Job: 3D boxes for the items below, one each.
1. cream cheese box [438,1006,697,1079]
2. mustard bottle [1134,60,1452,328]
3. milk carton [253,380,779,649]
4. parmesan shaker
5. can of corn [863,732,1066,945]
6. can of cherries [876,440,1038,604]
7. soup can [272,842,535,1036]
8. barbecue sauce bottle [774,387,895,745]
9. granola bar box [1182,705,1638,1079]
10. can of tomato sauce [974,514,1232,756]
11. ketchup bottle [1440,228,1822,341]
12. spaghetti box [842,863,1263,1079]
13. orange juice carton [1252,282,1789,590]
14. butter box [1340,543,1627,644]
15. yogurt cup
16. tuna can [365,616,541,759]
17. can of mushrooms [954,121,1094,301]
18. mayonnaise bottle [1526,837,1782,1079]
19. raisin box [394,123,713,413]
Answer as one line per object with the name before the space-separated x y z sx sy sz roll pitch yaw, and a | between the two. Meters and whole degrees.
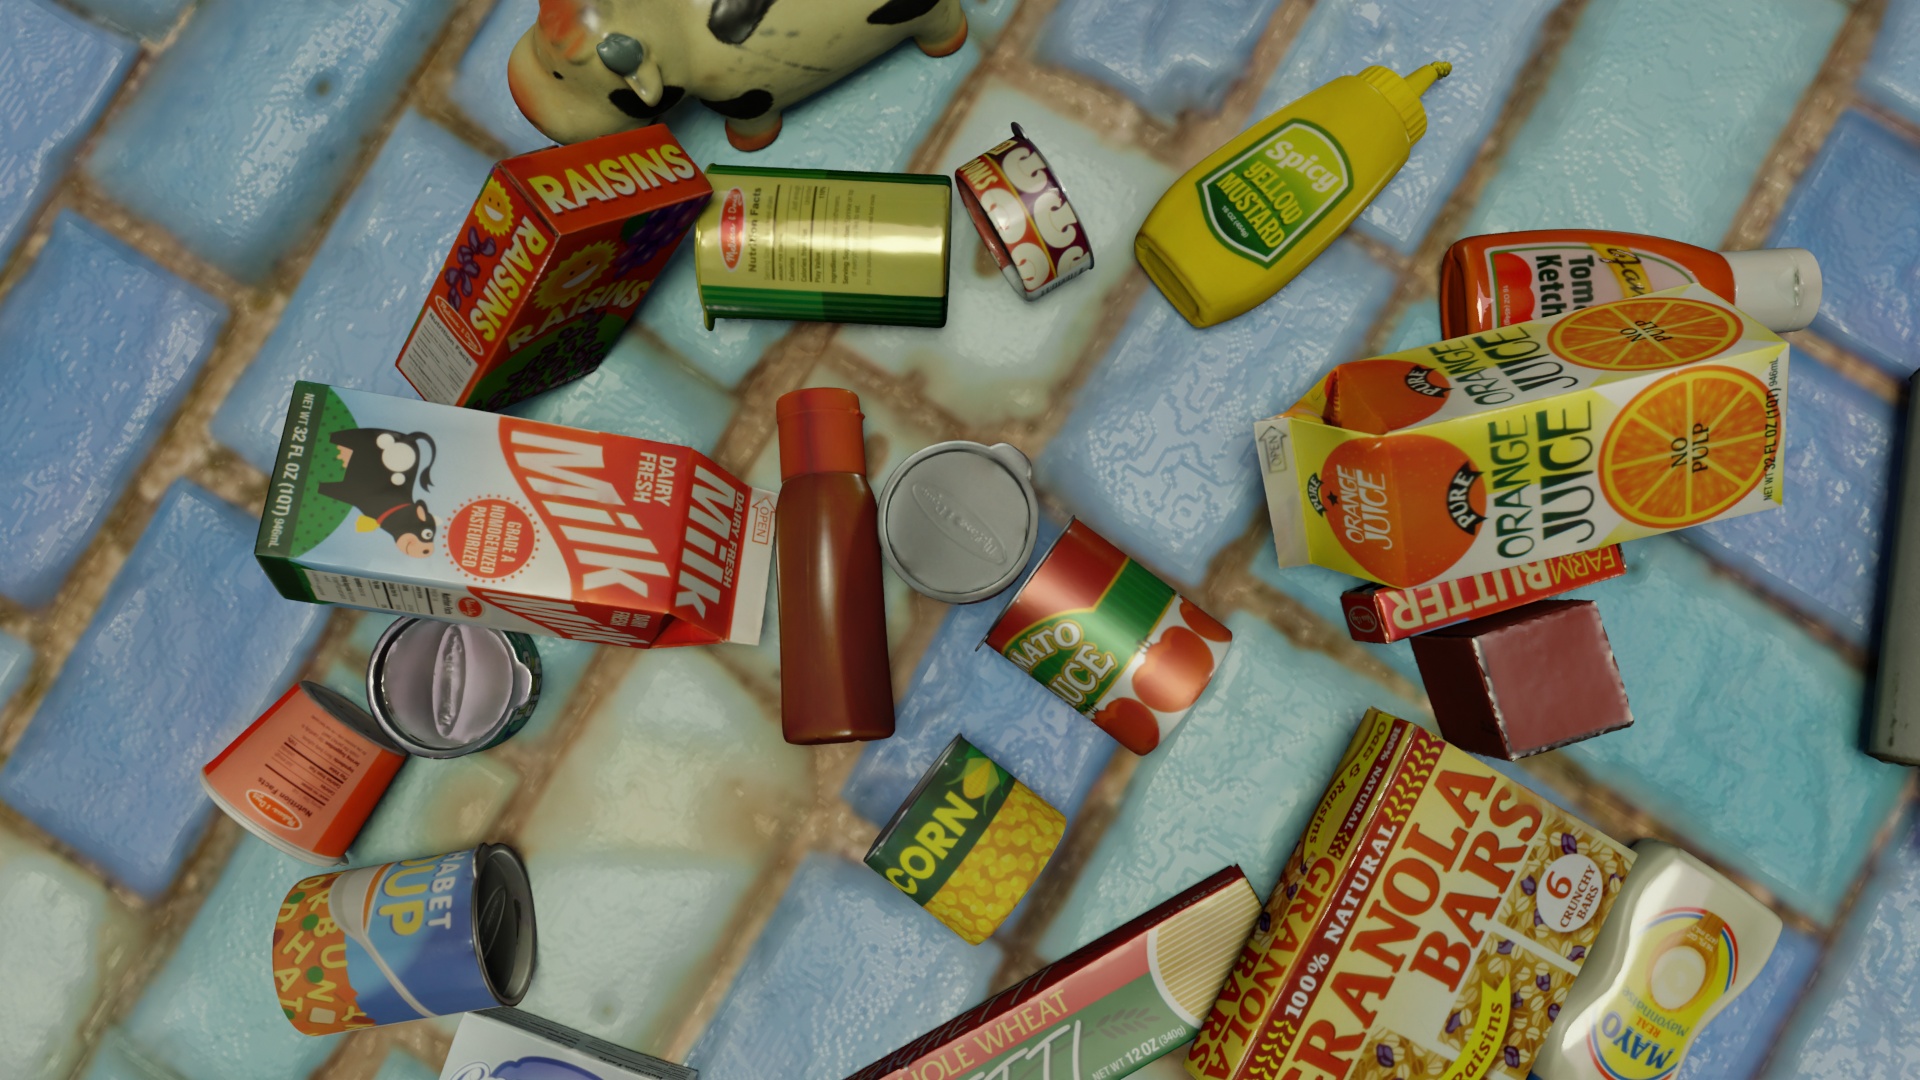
cream cheese box | -0.169 0.238 0.591 0.104 0.024 0.053 18 85 2
mustard bottle | 0.151 -0.162 0.603 0.160 0.049 0.065 -40 87 -2
milk carton | -0.172 -0.004 0.566 0.191 0.073 0.072 10 71 -15
parmesan shaker | -0.056 -0.123 0.597 0.103 0.071 0.071 3 86 1
can of corn | 0.002 0.124 0.573 0.058 0.071 0.071 37 87 3
can of cherries | 0.002 -0.007 0.590 0.071 0.058 0.071 0 85 2
soup can | -0.229 0.163 0.576 0.084 0.071 0.071 -9 86 1
barbecue sauce bottle | -0.055 0.011 0.589 0.043 0.065 0.148 -7 80 12
granola bar box | 0.184 0.169 0.563 0.124 0.039 0.165 29 86 -16
can of tomato sauce | 0.060 0.041 0.580 0.083 0.071 0.071 36 87 3
ketchup bottle | 0.287 -0.104 0.599 0.149 0.043 0.064 -4 92 0
spaghetti box | 0.022 0.220 0.586 0.250 0.028 0.050 -29 87 -1
orange juice carton | 0.218 -0.038 0.560 0.193 0.073 0.071 -13 118 5
butter box | 0.218 0.018 0.586 0.103 0.053 0.024 -17 88 0
yogurt cup | -0.273 0.096 0.585 0.072 0.072 0.054 37 79 4
tuna can | -0.215 0.060 0.601 0.071 0.033 0.071 0 86 1
can of mushrooms | 0.026 -0.140 0.595 0.033 0.071 0.071 -30 86 1
mayonnaise bottle | 0.273 0.200 0.576 0.065 0.041 0.148 35 86 1
raisin box | -0.164 -0.106 0.558 0.040 0.086 0.123 51 131 3
